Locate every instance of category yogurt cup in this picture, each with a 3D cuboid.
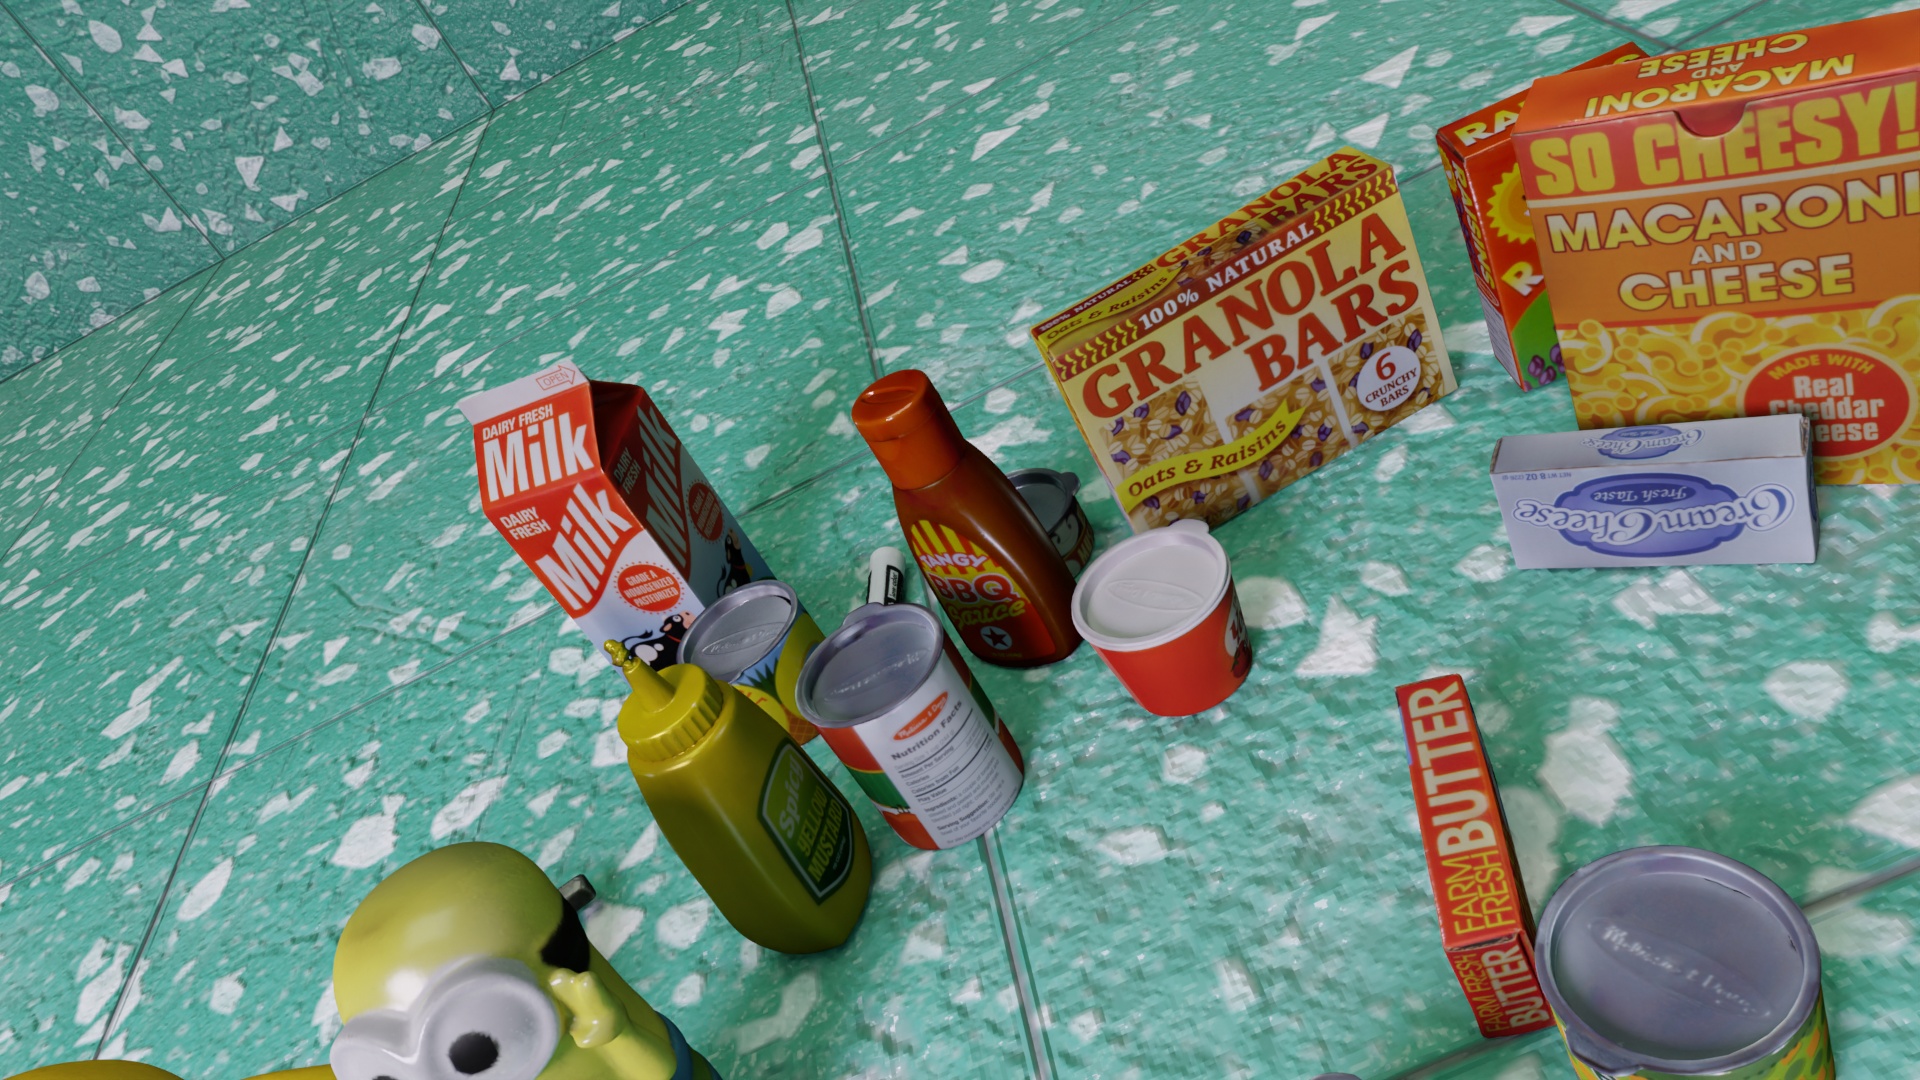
[{"bbox_3d":[0.087,0.036,0.575,0.072,0.053,0.073,-20,35,15],"label":"yogurt cup"}]

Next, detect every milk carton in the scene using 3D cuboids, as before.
[{"bbox_3d":[-0.170,-0.007,0.704,0.072,0.189,0.074,-17,36,20],"label":"milk carton"}]

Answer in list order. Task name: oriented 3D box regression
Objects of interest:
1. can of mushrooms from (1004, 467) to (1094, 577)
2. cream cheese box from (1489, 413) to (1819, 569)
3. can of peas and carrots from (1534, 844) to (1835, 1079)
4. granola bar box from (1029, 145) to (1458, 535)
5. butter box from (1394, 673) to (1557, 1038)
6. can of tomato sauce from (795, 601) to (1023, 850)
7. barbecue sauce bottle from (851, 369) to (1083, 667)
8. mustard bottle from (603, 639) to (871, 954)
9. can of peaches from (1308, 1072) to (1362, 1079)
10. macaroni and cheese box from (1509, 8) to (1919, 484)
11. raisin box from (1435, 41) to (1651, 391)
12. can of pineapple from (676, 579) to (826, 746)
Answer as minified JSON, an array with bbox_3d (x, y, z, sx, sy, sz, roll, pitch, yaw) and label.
[{"bbox_3d":[0.033,-0.003,0.686,0.071,0.033,0.071,-20,35,15],"label":"can of mushrooms"},{"bbox_3d":[0.256,-0.016,0.514,0.103,0.053,0.024,-3,43,35],"label":"cream cheese box"},{"bbox_3d":[0.193,0.128,0.371,0.071,0.058,0.071,-20,35,15],"label":"can of peas and carrots"},{"bbox_3d":[0.131,-0.082,0.632,0.165,0.123,0.039,-30,33,1],"label":"granola bar box"},{"bbox_3d":[0.162,0.097,0.440,0.024,0.053,0.104,-17,36,20],"label":"butter box"},{"bbox_3d":[-0.020,0.077,0.578,0.071,0.082,0.071,-20,35,15],"label":"can of tomato sauce"},{"bbox_3d":[0.002,-0.008,0.611,0.065,0.148,0.044,-2,43,37],"label":"barbecue sauce bottle"},{"bbox_3d":[-0.090,0.095,0.538,0.049,0.159,0.066,-14,37,24],"label":"mustard bottle"},{"bbox_3d":[0.105,0.187,0.363,0.071,0.058,0.071,-20,35,15],"label":"can of peaches"},{"bbox_3d":[0.278,-0.092,0.493,0.123,0.166,0.040,0,44,38],"label":"macaroni and cheese box"},{"bbox_3d":[0.265,-0.137,0.600,0.086,0.123,0.040,-22,34,13],"label":"raisin box"},{"bbox_3d":[-0.096,0.063,0.675,0.071,0.057,0.071,-20,35,15],"label":"can of pineapple"}]
